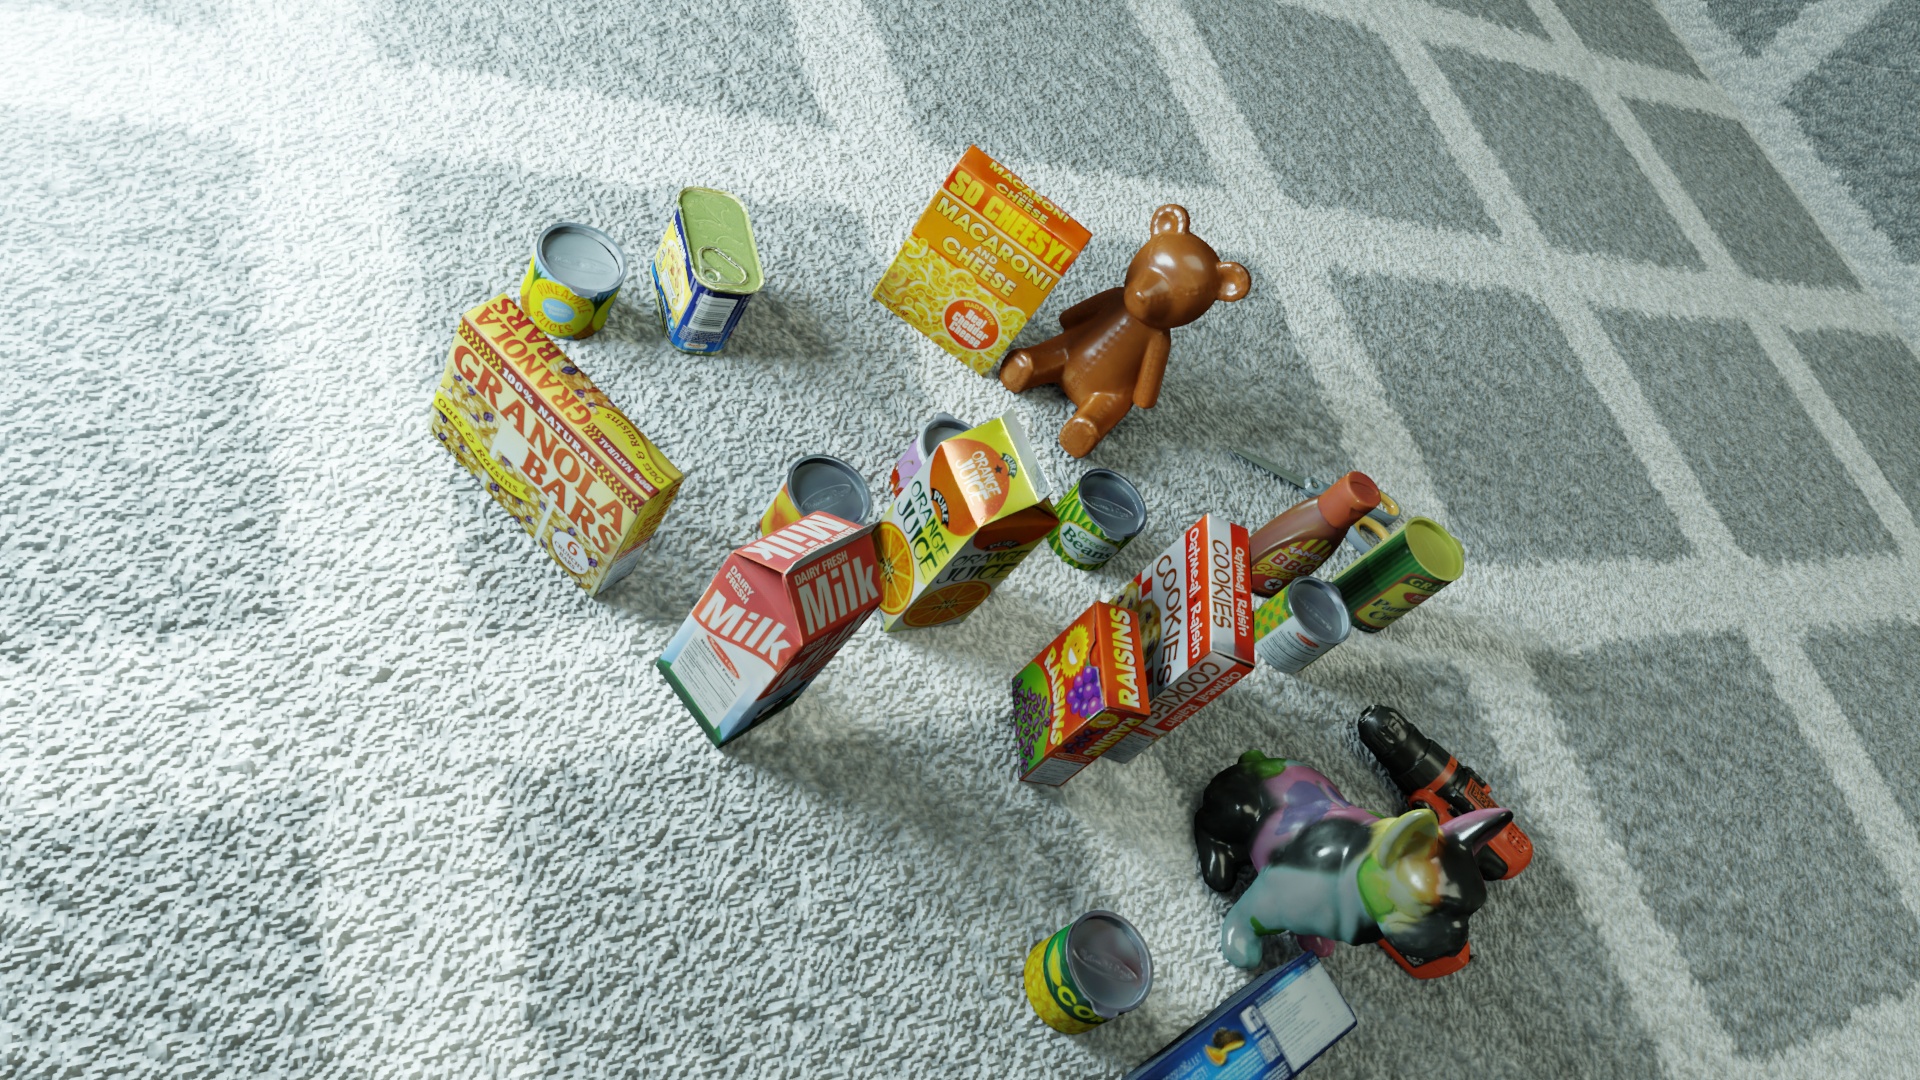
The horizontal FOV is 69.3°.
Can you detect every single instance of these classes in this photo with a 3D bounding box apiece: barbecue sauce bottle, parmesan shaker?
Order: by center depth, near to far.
[{"bbox_3d":[0.298,-0.006,1.194,0.065,0.147,0.044,17,51,-21],"label":"barbecue sauce bottle"},{"bbox_3d":[0.397,0.033,1.260,0.071,0.102,0.071,17,51,-22],"label":"parmesan shaker"}]

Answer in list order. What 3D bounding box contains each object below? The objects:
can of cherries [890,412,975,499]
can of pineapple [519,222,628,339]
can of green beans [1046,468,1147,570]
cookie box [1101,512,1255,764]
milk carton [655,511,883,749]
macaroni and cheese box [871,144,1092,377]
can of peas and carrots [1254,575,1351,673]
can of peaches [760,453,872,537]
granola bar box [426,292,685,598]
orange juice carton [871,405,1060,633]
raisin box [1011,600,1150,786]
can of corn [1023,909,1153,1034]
[{"bbox_3d":[-0.015,-0.056,1.096,0.071,0.058,0.072,17,51,-22],"label":"can of cherries"},{"bbox_3d":[-0.286,-0.189,1.021,0.071,0.057,0.071,17,51,-22],"label":"can of pineapple"},{"bbox_3d":[0.111,-0.017,1.147,0.071,0.057,0.071,17,51,-22],"label":"can of green beans"},{"bbox_3d":[0.153,0.075,1.032,0.040,0.166,0.123,21,50,-18],"label":"cookie box"},{"bbox_3d":[-0.114,0.048,0.867,0.073,0.189,0.073,-29,77,-42],"label":"milk carton"},{"bbox_3d":[0.015,-0.232,1.166,0.124,0.165,0.040,36,47,-6],"label":"macaroni and cheese box"},{"bbox_3d":[0.293,0.071,1.197,0.071,0.058,0.071,17,51,-22],"label":"can of peas and carrots"},{"bbox_3d":[-0.105,-0.018,1.012,0.071,0.057,0.071,17,51,-22],"label":"can of peaches"},{"bbox_3d":[-0.265,-0.057,0.894,0.165,0.123,0.039,45,46,4],"label":"granola bar box"},{"bbox_3d":[0.004,-0.012,0.983,0.073,0.191,0.072,-5,62,-35],"label":"orange juice carton"},{"bbox_3d":[0.083,0.111,0.992,0.040,0.122,0.086,16,52,-23],"label":"raisin box"},{"bbox_3d":[0.083,0.286,0.911,0.071,0.058,0.071,17,51,-22],"label":"can of corn"}]
